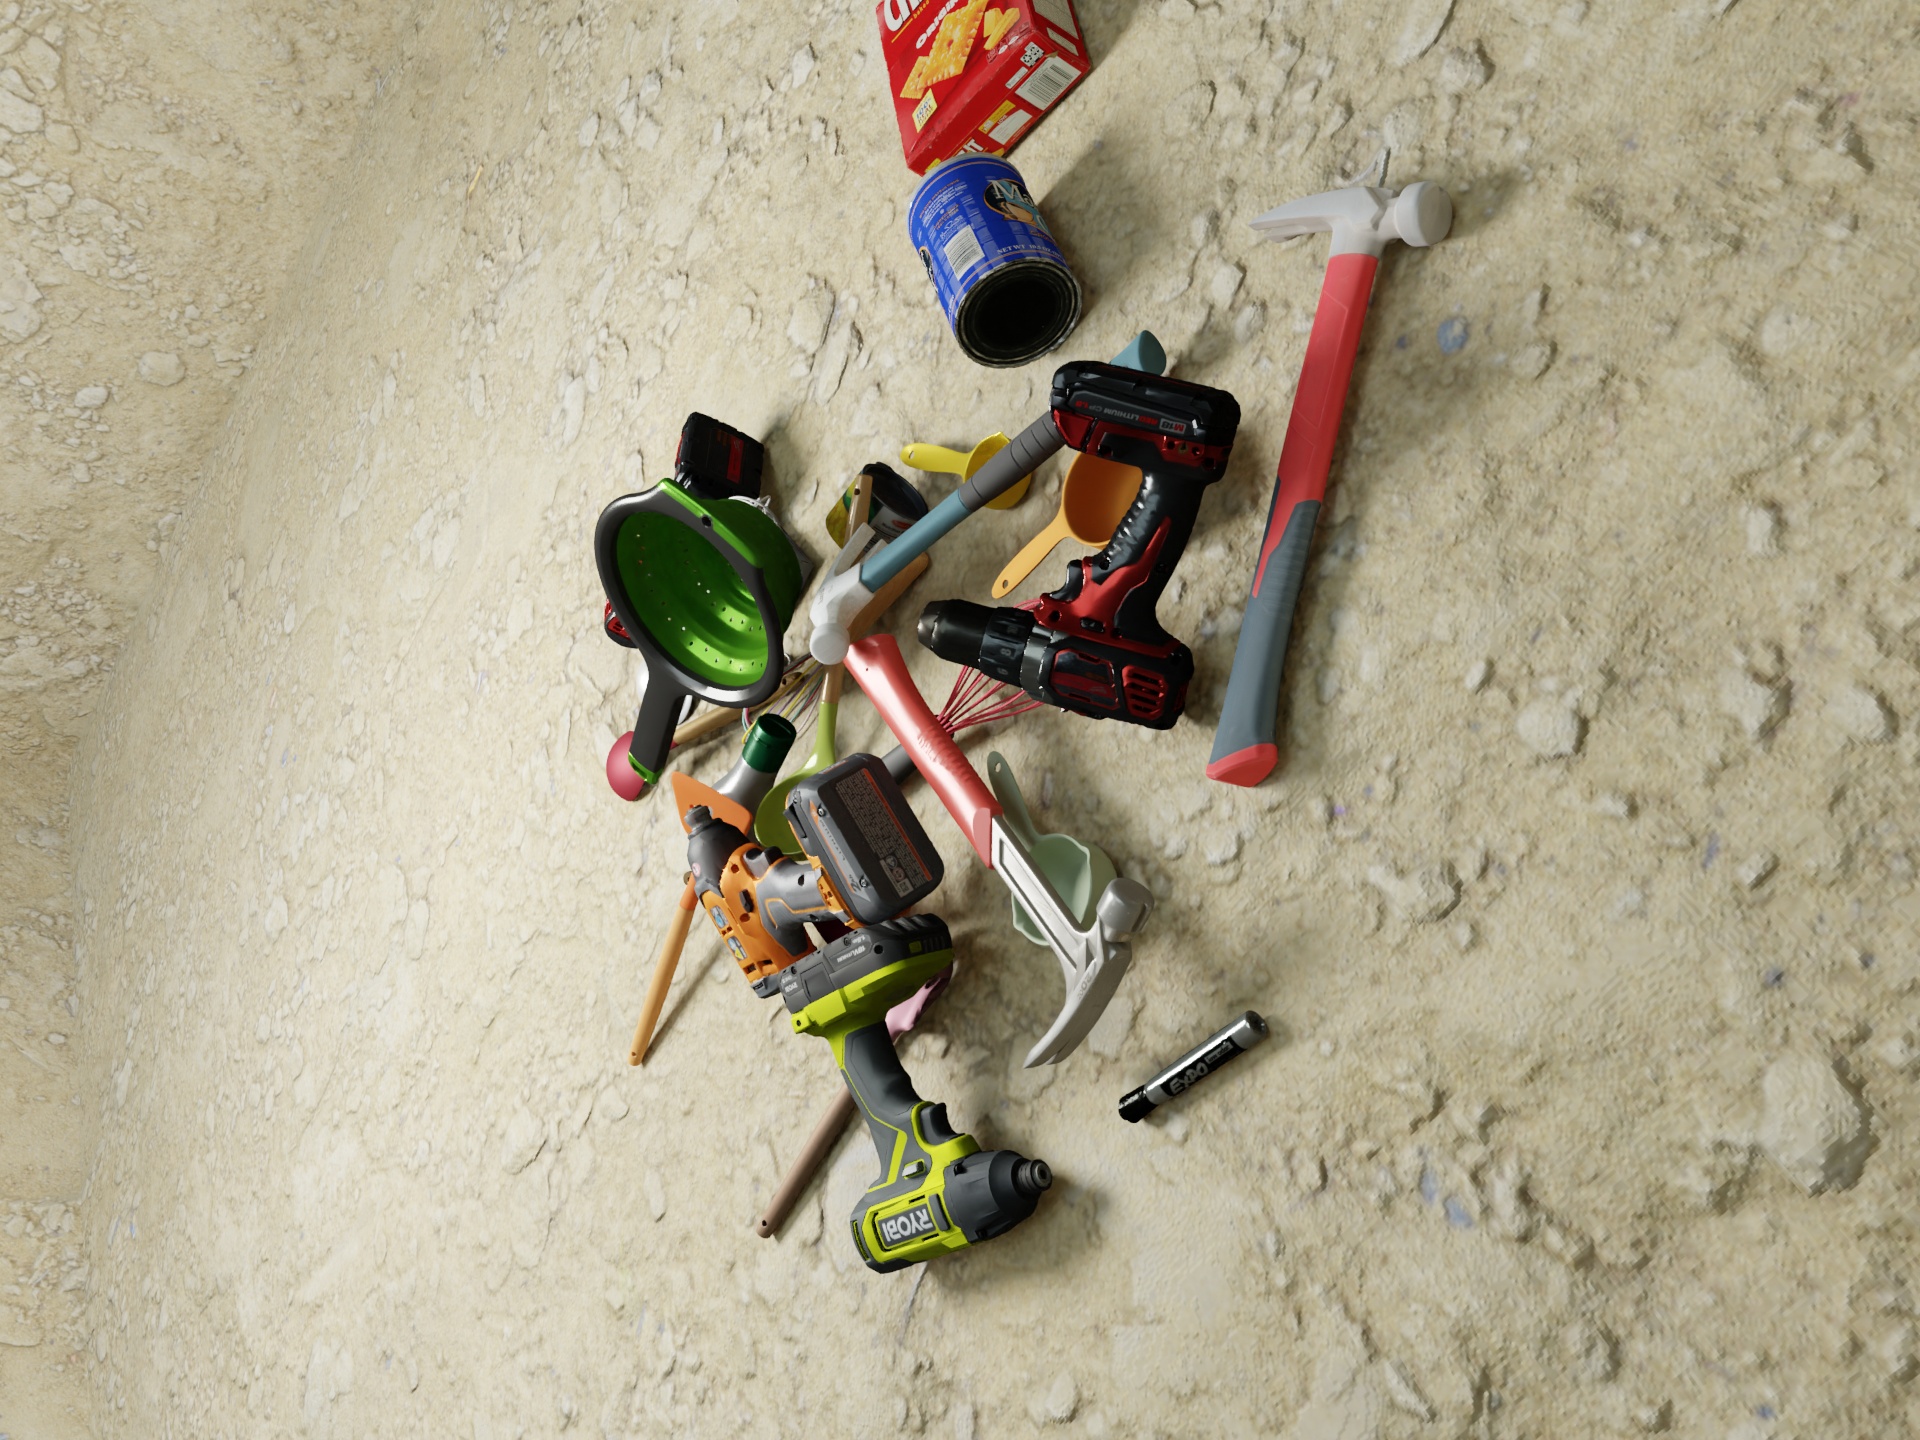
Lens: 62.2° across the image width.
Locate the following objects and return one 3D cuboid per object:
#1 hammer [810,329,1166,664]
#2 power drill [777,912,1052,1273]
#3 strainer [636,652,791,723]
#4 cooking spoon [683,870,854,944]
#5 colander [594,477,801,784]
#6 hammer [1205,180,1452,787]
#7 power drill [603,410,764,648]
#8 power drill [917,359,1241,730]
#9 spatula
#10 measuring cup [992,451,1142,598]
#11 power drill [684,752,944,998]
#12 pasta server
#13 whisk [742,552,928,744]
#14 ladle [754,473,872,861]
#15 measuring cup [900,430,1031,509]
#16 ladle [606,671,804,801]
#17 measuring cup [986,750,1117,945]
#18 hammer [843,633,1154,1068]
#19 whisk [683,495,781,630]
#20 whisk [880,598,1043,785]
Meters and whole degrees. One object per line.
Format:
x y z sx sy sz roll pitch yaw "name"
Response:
0.015 -0.171 1.177 0.331 0.033 0.128 -36 27 21 "hammer"
-0.031 0.256 1.107 0.171 0.080 0.223 -33 72 38 "power drill"
-0.243 -0.043 1.502 0.258 0.050 0.087 -8 88 44 "strainer"
-0.149 0.153 1.344 0.319 0.017 0.069 5 97 50 "cooking spoon"
-0.226 -0.074 1.396 0.204 0.094 0.396 40 142 8 "colander"
0.205 -0.150 1.020 0.143 0.038 0.386 12 87 51 "hammer"
-0.277 -0.185 1.548 0.219 0.078 0.143 -49 29 35 "power drill"
0.077 -0.117 1.042 0.188 0.080 0.226 16 108 14 "power drill"
-0.251 0.185 1.397 0.081 0.041 0.322 28 116 12 "spatula"
0.093 -0.135 1.134 0.173 0.052 0.095 -41 50 36 "measuring cup"
-0.128 0.109 1.220 0.226 0.084 0.164 -35 85 46 "power drill"
-0.087 0.282 1.219 0.060 0.040 0.316 44 113 33 "pasta server"
-0.110 -0.060 1.355 0.245 0.047 0.051 -45 51 25 "whisk"
-0.110 -0.040 1.289 0.078 0.062 0.320 16 102 30 "ladle"
0.003 -0.204 1.279 0.157 0.029 0.062 23 96 52 "measuring cup"
-0.250 0.010 1.502 0.315 0.031 0.069 -24 71 41 "ladle"
0.060 0.086 1.114 0.083 0.038 0.168 -49 44 27 "measuring cup"
0.003 0.065 1.111 0.359 0.036 0.149 53 128 40 "hammer"
-0.222 -0.134 1.464 0.246 0.059 0.058 -45 16 53 "whisk"
-0.002 -0.004 1.199 0.295 0.073 0.073 -40 51 41 "whisk"
